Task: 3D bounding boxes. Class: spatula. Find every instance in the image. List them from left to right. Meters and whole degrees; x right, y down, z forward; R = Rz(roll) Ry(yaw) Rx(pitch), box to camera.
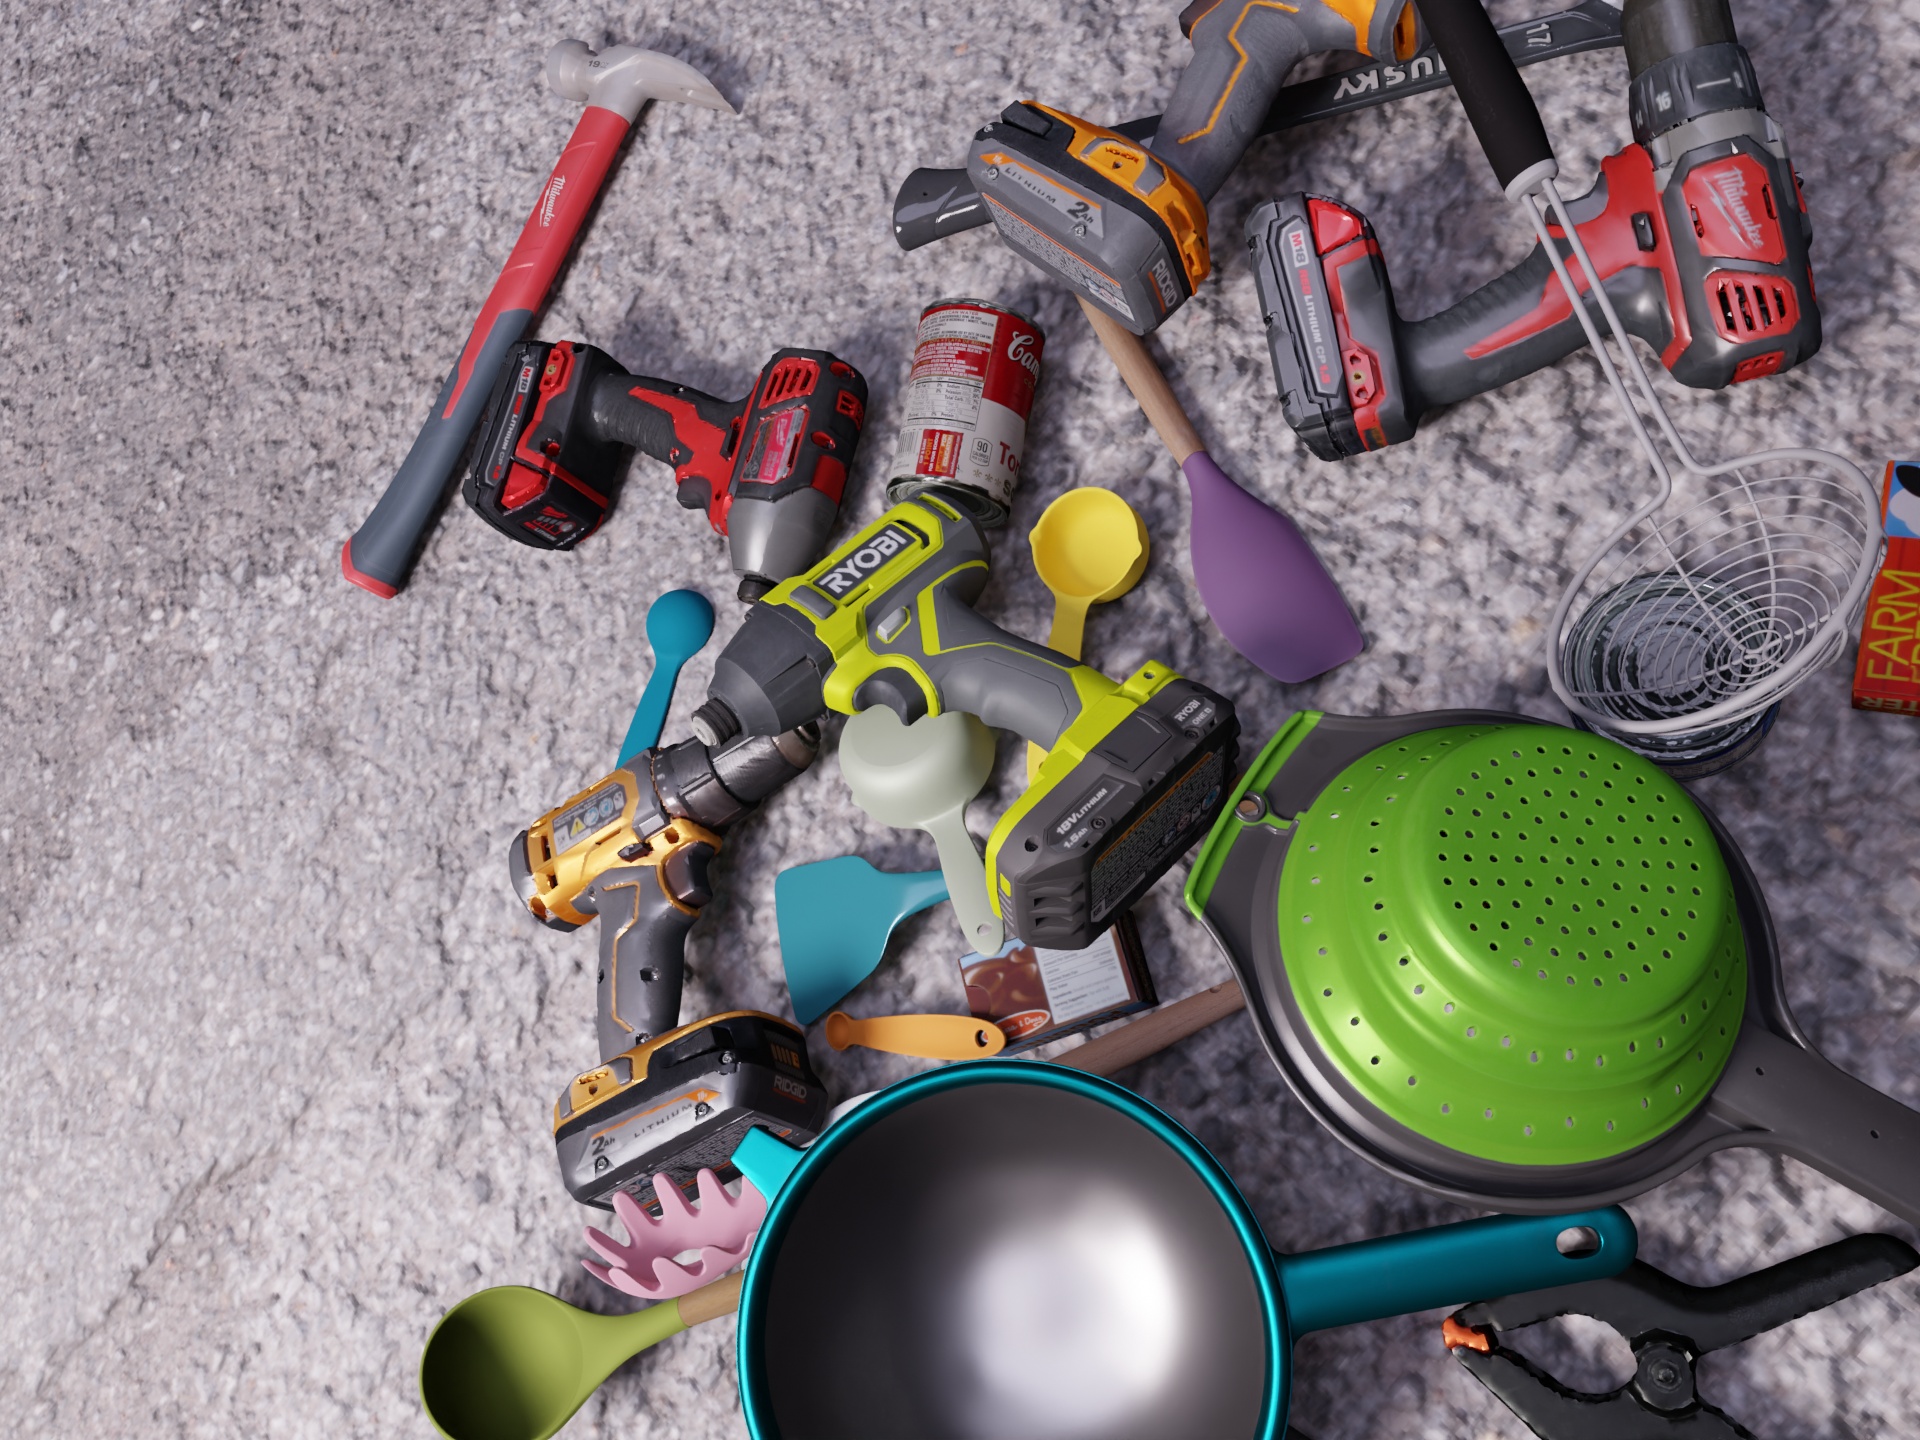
[{"bbox_3d":[0.045,0.066,0.771,0.317,0.044,0.082,-19,67,14],"label":"spatula"},{"bbox_3d":[0.105,-0.150,0.807,0.060,0.018,0.316,-24,64,-3],"label":"spatula"}]

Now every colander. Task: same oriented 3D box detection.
[{"bbox_3d":[0.276,0.107,0.560,0.397,0.094,0.204,30,68,15],"label":"colander"}]

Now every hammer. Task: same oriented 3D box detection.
[{"bbox_3d":[-0.279,-0.251,1.009,0.143,0.038,0.386,23,85,27],"label":"hammer"},{"bbox_3d":[0.054,0.271,0.697,0.331,0.033,0.128,25,87,29],"label":"hammer"},{"bbox_3d":[0.156,-0.305,0.813,0.409,0.036,0.149,-9,72,20],"label":"hammer"}]

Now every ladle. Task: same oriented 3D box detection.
[{"bbox_3d":[-0.111,0.261,0.730,0.320,0.062,0.078,-26,57,17],"label":"ladle"}]

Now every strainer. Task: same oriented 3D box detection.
[{"bbox_3d":[0.086,0.228,0.633,0.340,0.095,0.211,-12,78,5],"label":"strainer"}]

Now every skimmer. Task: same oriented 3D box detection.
[{"bbox_3d":[0.235,-0.167,0.621,0.127,0.090,0.363,-32,69,40],"label":"skimmer"}]

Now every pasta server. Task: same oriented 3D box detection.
[{"bbox_3d":[-0.017,0.181,0.710,0.316,0.040,0.060,-25,22,0],"label":"pasta server"}]

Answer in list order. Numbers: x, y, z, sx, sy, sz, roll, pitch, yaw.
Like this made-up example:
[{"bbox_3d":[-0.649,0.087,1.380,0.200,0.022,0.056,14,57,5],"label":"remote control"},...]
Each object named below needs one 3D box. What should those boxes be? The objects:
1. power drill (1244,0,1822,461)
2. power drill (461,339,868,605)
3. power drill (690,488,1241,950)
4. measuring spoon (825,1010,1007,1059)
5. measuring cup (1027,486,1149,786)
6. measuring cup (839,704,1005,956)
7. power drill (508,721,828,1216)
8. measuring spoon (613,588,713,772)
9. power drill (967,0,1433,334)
[{"bbox_3d":[0.248,-0.223,0.712,0.227,0.080,0.188,-12,85,20],"label":"power drill"},{"bbox_3d":[-0.165,-0.143,0.904,0.220,0.078,0.143,9,79,24],"label":"power drill"},{"bbox_3d":[-0.001,-0.002,0.729,0.223,0.080,0.171,35,62,29],"label":"power drill"},{"bbox_3d":[-0.021,0.151,0.764,0.117,0.011,0.021,-7,83,41],"label":"measuring spoon"},{"bbox_3d":[0.058,-0.038,0.799,0.062,0.029,0.156,11,91,29],"label":"measuring cup"},{"bbox_3d":[-0.012,0.042,0.763,0.083,0.038,0.168,-26,44,4],"label":"measuring cup"},{"bbox_3d":[-0.133,0.107,0.798,0.185,0.084,0.226,-31,53,16],"label":"power drill"},{"bbox_3d":[-0.176,-0.016,0.898,0.042,0.021,0.129,13,79,28],"label":"measuring spoon"},{"bbox_3d":[0.110,-0.318,0.774,0.164,0.084,0.226,42,90,26],"label":"power drill"}]
